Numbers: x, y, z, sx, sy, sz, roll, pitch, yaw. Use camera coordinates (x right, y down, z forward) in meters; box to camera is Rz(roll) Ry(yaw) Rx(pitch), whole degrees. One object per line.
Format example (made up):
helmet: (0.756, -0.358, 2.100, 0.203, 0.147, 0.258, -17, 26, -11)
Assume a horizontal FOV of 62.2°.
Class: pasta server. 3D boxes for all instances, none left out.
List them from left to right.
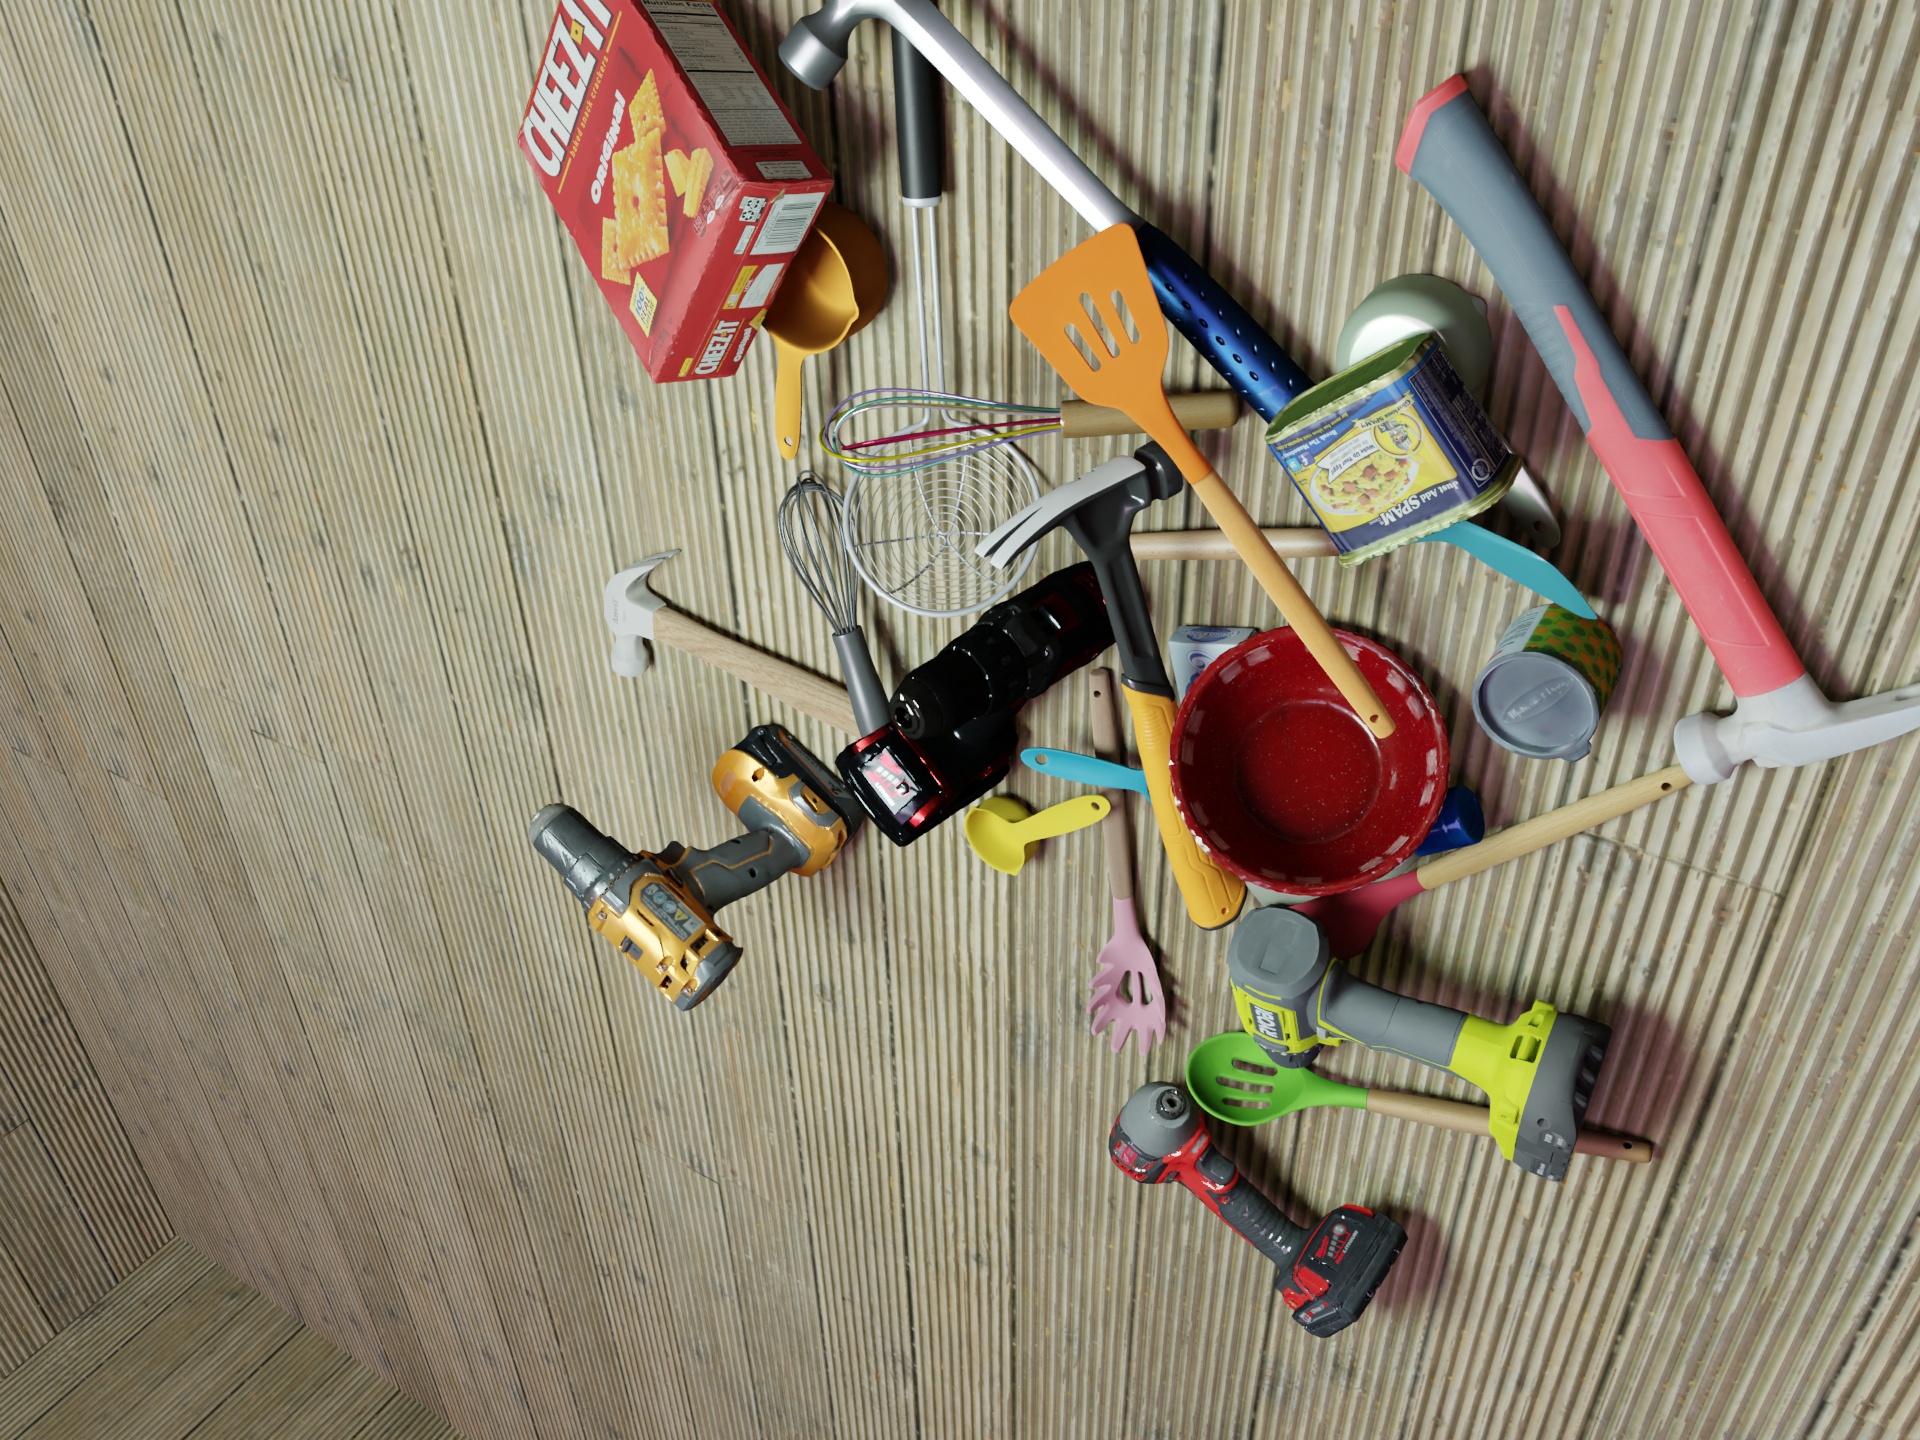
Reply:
pasta server: (0.112, 0.107, 1.136, 0.060, 0.040, 0.316, 4, 122, 21)

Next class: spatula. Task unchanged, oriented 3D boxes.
spatula: (0.148, -0.119, 0.877, 0.081, 0.041, 0.322, -33, 106, 23)
spatula: (0.199, -0.093, 0.915, 0.318, 0.044, 0.082, 4, 165, 40)

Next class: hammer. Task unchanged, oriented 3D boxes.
hammer: (-0.144, -0.036, 1.234, 0.331, 0.031, 0.130, 25, 133, 21)
hammer: (0.089, -0.272, 0.861, 0.405, 0.035, 0.144, 45, 117, -4)
hammer: (0.115, 0.003, 0.977, 0.034, 0.127, 0.336, 40, 155, 55)
hammer: (0.340, -0.146, 0.774, 0.143, 0.038, 0.386, -25, 103, 44)

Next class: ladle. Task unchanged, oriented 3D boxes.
ladle: (0.308, 0.089, 0.981, 0.069, 0.031, 0.315, 50, 135, -7)

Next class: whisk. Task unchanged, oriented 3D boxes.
whisk: (-0.078, -0.063, 1.135, 0.055, 0.055, 0.238, -2, 113, 38)
whisk: (0.038, -0.170, 0.923, 0.245, 0.047, 0.051, -2, 110, 8)

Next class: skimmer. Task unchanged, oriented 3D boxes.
skimmer: (-0.018, -0.241, 0.945, 0.127, 0.090, 0.363, -2, 121, 2)

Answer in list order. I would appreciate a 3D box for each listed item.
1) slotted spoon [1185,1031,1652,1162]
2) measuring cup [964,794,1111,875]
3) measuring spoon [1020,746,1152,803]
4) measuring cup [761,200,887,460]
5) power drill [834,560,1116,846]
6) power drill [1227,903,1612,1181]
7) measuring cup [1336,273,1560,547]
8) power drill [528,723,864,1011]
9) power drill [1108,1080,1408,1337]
slotted spoon: (0.308, 0.269, 1.098, 0.314, 0.070, 0.031, 4, 147, 30)
measuring cup: (0.062, 0.070, 1.144, 0.156, 0.029, 0.062, -24, 102, 50)
measuring spoon: (0.105, 0.033, 1.080, 0.128, 0.021, 0.042, 12, 117, 12)
measuring cup: (-0.094, -0.250, 1.025, 0.095, 0.052, 0.173, 28, 136, 19)
power drill: (-0.002, -0.003, 1.035, 0.080, 0.188, 0.226, 52, 142, 8)
power drill: (0.286, 0.210, 1.027, 0.229, 0.080, 0.190, 19, 156, 25)
measuring cup: (0.259, -0.153, 0.830, 0.083, 0.038, 0.167, -31, 97, 46)
power drill: (-0.204, 0.093, 1.231, 0.185, 0.226, 0.084, 42, 136, 5)
power drill: (0.213, 0.355, 1.192, 0.220, 0.078, 0.143, 35, 154, 15)
